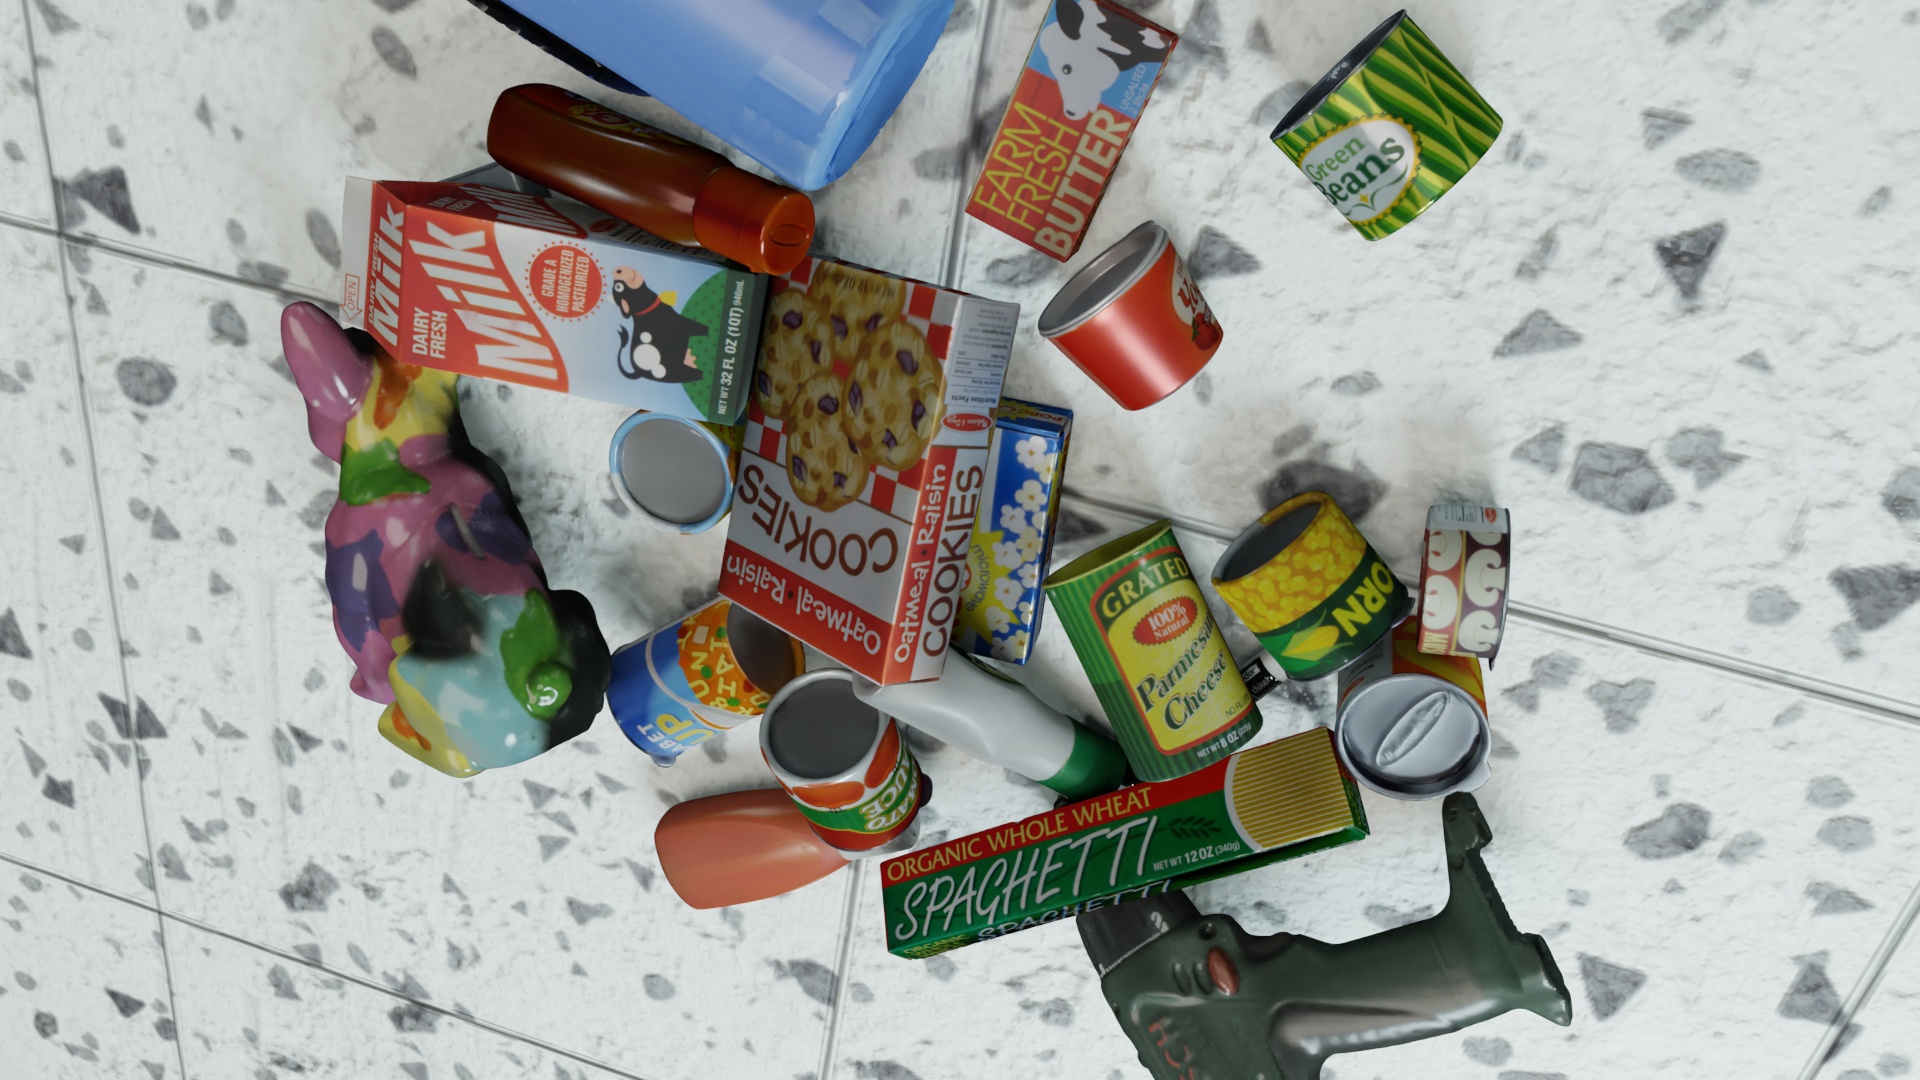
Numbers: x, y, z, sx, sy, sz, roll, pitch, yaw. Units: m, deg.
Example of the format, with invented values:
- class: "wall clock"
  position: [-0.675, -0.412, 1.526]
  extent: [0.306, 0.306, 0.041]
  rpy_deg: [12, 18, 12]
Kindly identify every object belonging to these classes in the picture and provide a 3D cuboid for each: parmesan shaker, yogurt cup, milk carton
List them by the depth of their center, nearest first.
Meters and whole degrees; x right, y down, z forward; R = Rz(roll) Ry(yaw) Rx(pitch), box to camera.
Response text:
- class: "yogurt cup"
  position: [0.075, -0.092, 0.593]
  extent: [0.072, 0.073, 0.054]
  rpy_deg: [-33, 110, 27]
- class: "milk carton"
  position: [-0.186, -0.112, 0.630]
  extent: [0.191, 0.074, 0.072]
  rpy_deg: [12, 111, -3]
- class: "parmesan shaker"
  position: [0.092, 0.050, 0.644]
  extent: [0.071, 0.071, 0.103]
  rpy_deg: [-25, 94, 25]

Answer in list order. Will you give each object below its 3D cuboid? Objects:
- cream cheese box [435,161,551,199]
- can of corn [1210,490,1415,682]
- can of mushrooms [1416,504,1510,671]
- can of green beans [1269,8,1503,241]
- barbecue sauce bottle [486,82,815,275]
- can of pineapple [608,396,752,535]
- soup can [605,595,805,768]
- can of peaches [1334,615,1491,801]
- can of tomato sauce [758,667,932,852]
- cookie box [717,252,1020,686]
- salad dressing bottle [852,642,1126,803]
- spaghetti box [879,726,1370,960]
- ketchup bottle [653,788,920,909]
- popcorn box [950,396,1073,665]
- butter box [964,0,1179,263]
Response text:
- class: "cream cheese box"
  position: [-0.217, -0.133, 0.683]
  extent: [0.053, 0.024, 0.103]
  rpy_deg: [-11, 111, 19]
- class: "can of corn"
  position: [0.156, 0.019, 0.618]
  extent: [0.071, 0.071, 0.058]
  rpy_deg: [-36, 100, 28]
- class: "can of mushrooms"
  position: [0.217, 0.020, 0.600]
  extent: [0.033, 0.071, 0.070]
  rpy_deg: [5, 116, 15]
- class: "can of green beans"
  position: [0.163, -0.158, 0.533]
  extent: [0.058, 0.071, 0.071]
  rpy_deg: [45, 119, -7]
- class: "barbecue sauce bottle"
  position: [-0.132, -0.156, 0.603]
  extent: [0.149, 0.065, 0.043]
  rpy_deg: [27, 108, 22]
- class: "can of pineapple"
  position: [-0.128, -0.044, 0.679]
  extent: [0.071, 0.058, 0.070]
  rpy_deg: [7, 116, 14]
- class: "soup can"
  position: [-0.132, 0.072, 0.729]
  extent: [0.083, 0.072, 0.071]
  rpy_deg: [-26, 105, 25]
- class: "can of peaches"
  position: [0.208, 0.077, 0.636]
  extent: [0.071, 0.058, 0.071]
  rpy_deg: [6, 116, 13]
- class: "can of tomato sauce"
  position: [-0.058, 0.113, 0.708]
  extent: [0.071, 0.071, 0.082]
  rpy_deg: [3, 147, 15]
- class: "cookie box"
  position: [-0.044, -0.035, 0.614]
  extent: [0.123, 0.040, 0.167]
  rpy_deg: [23, 107, 42]
- class: "salad dressing bottle"
  position: [0.017, 0.087, 0.677]
  extent: [0.147, 0.044, 0.064]
  rpy_deg: [31, 166, -29]
- class: "spaghetti box"
  position: [0.071, 0.152, 0.679]
  extent: [0.249, 0.050, 0.028]
  rpy_deg: [-22, 147, 22]
- class: "ketchup bottle"
  position: [-0.096, 0.167, 0.777]
  extent: [0.148, 0.044, 0.064]
  rpy_deg: [-15, 110, 22]
- class: "popcorn box"
  position: [0.002, -0.008, 0.668]
  extent: [0.085, 0.038, 0.126]
  rpy_deg: [13, 118, 12]
- class: "butter box"
  position: [0.045, -0.175, 0.585]
  extent: [0.053, 0.024, 0.103]
  rpy_deg: [27, 119, 3]
